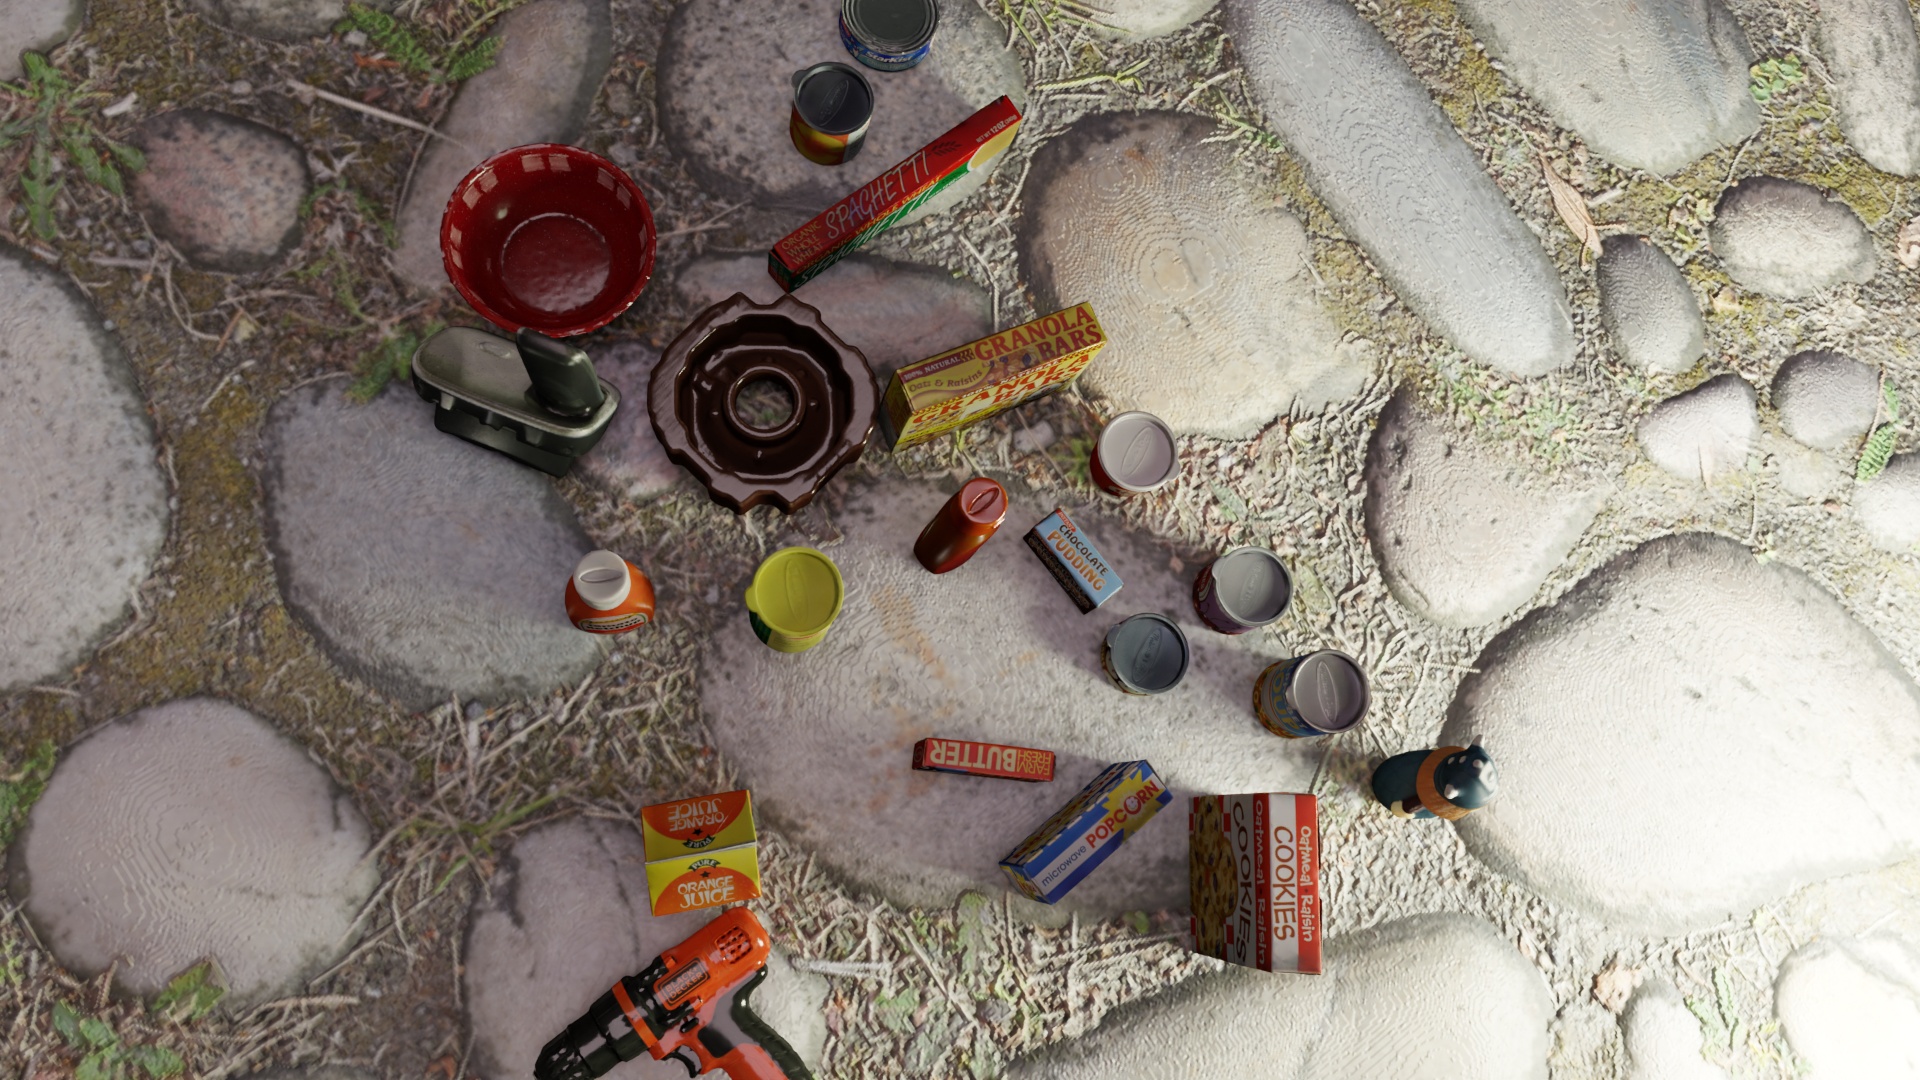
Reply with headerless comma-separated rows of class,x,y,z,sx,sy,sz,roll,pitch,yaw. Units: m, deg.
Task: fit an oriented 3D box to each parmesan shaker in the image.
parmesan shaker,-0.129,0.047,1.047,0.071,0.103,0.071,2,78,-10

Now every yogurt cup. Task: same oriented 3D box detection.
yogurt cup,0.140,-0.068,1.148,0.072,0.054,0.072,2,78,-10

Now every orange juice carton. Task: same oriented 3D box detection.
orange juice carton,-0.179,0.213,0.955,0.072,0.192,0.073,-7,80,-12

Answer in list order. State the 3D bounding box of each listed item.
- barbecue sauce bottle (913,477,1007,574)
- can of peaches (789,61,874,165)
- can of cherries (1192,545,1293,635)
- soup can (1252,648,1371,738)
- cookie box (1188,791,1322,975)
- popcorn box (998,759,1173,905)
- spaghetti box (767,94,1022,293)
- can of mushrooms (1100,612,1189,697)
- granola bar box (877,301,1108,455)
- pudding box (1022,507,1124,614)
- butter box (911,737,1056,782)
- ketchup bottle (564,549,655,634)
barbecue sauce bottle,0.004,-0.013,1.061,0.065,0.148,0.043,-40,88,-15
can of peaches,-0.110,-0.357,1.161,0.071,0.058,0.071,2,78,-10
can of cherries,0.229,0.040,1.139,0.071,0.058,0.071,2,78,-10
soup can,0.278,0.125,1.117,0.071,0.083,0.071,2,78,-10
cookie box,0.217,0.251,1.035,0.040,0.167,0.123,3,78,-10
popcorn box,0.094,0.222,1.061,0.127,0.085,0.038,-38,87,-16
spaghetti box,-0.054,-0.290,1.161,0.251,0.050,0.028,-38,87,-16
can of mushrooms,0.147,0.092,1.125,0.071,0.033,0.071,2,78,-10
granola bar box,0.021,-0.128,1.102,0.166,0.124,0.039,-22,83,-14
pudding box,0.091,0.017,1.123,0.030,0.049,0.084,-38,87,-15
butter box,0.018,0.170,1.074,0.103,0.053,0.024,8,77,-9
ketchup bottle,-0.255,0.037,1.002,0.065,0.148,0.043,-7,80,-12
